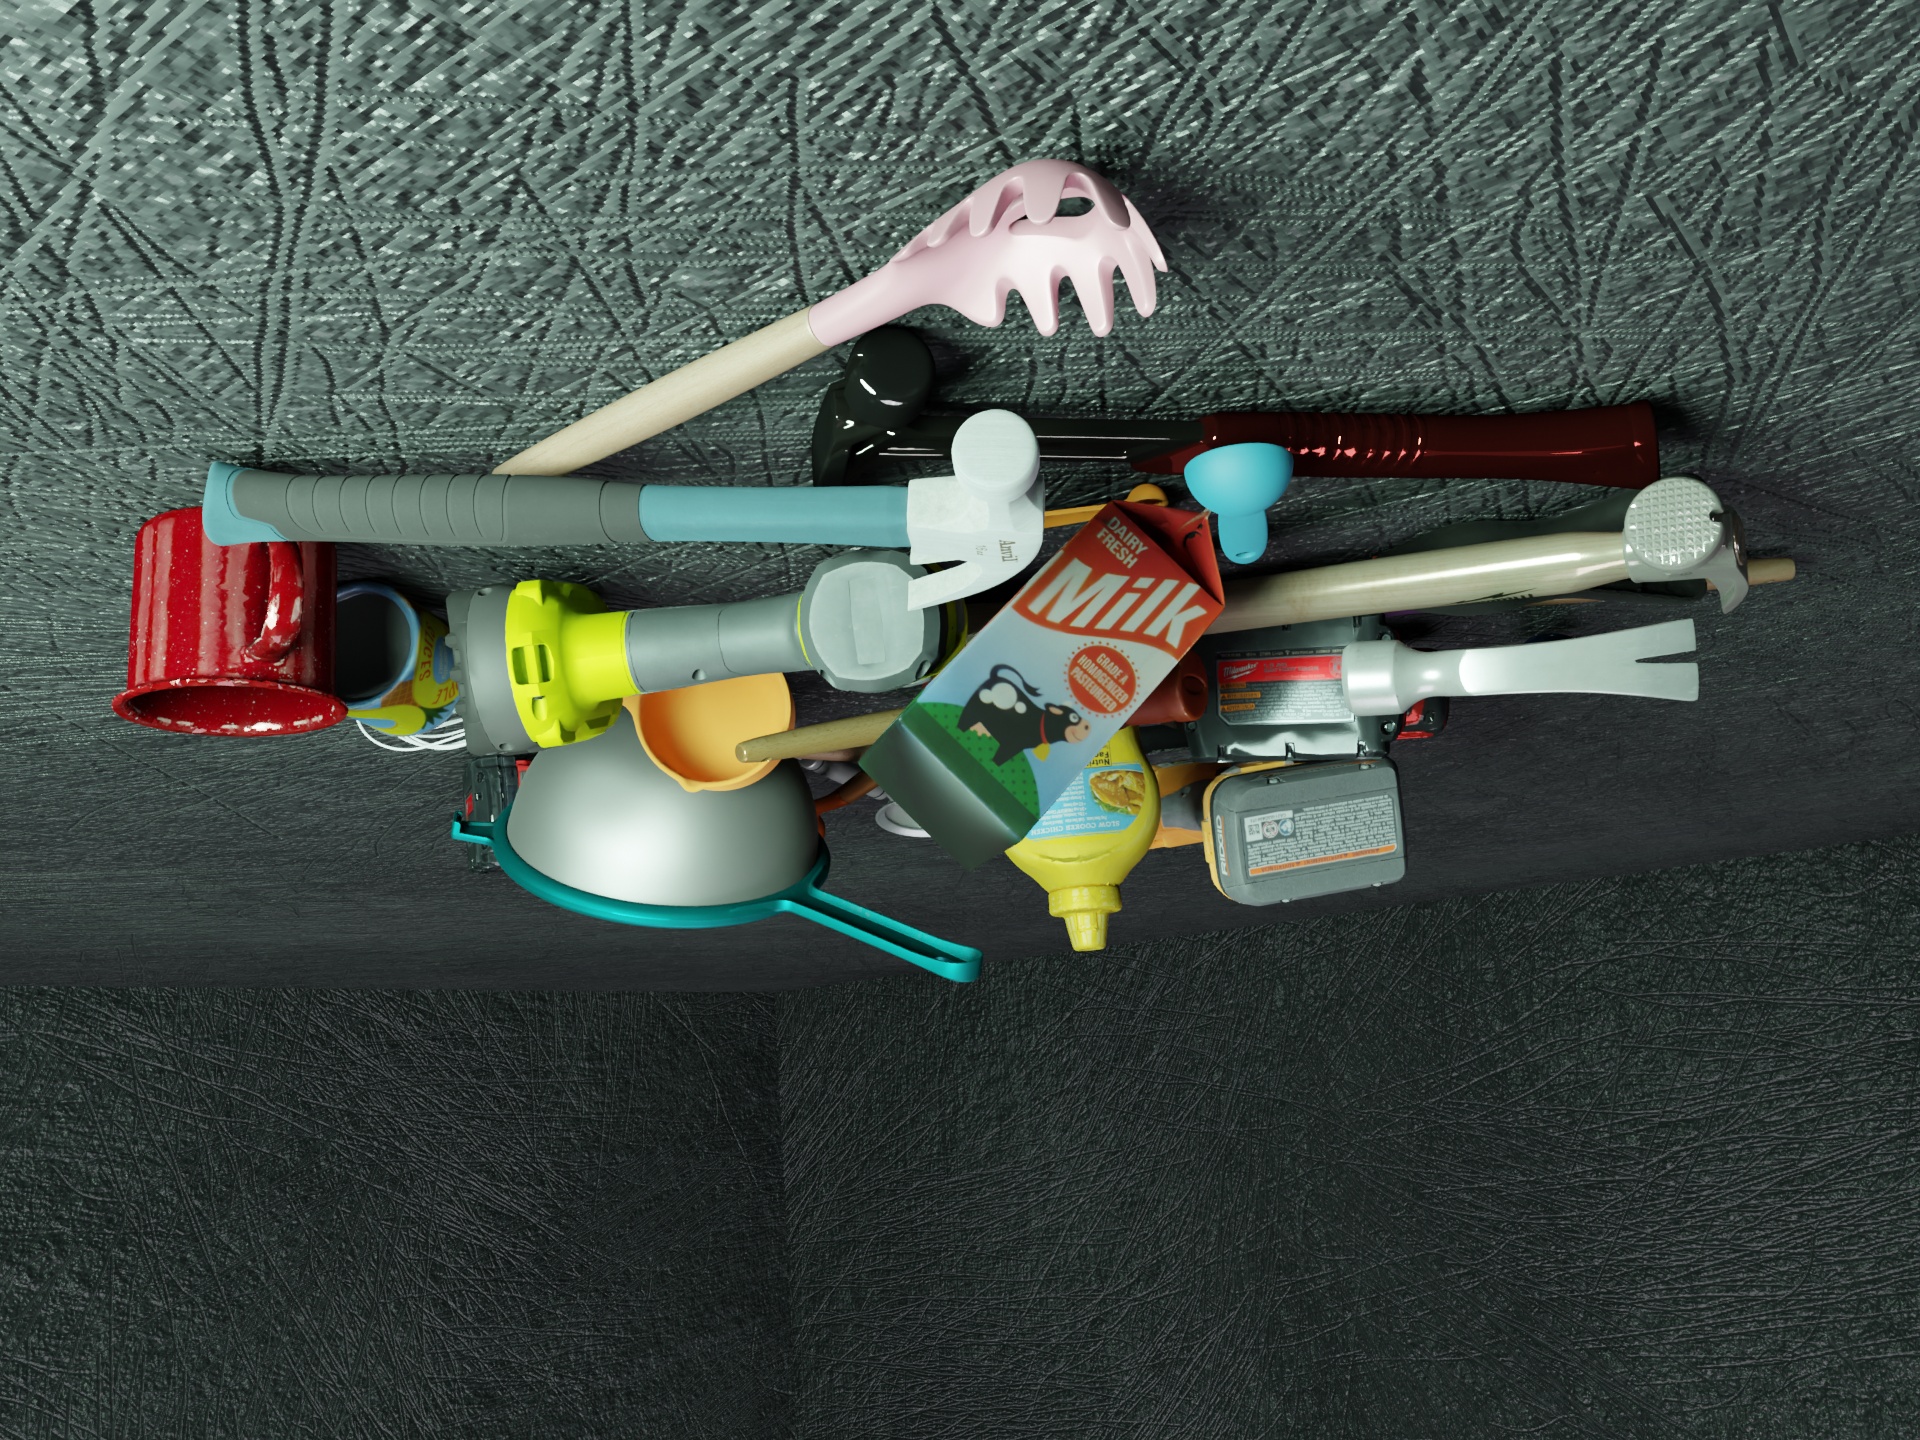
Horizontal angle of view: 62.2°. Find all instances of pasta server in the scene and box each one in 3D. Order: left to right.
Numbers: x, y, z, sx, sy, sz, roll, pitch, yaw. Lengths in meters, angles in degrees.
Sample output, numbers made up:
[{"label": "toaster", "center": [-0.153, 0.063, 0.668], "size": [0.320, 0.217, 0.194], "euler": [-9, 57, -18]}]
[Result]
[{"label": "pasta server", "center": [-0.067, -0.121, 0.549], "size": [0.316, 0.040, 0.060], "euler": [-14, 153, 38]}]

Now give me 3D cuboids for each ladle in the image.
[{"label": "ladle", "center": [-0.002, -0.003, 0.953], "size": [0.315, 0.031, 0.069], "euler": [-10, 156, -41]}]

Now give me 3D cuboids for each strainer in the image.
[{"label": "strainer", "center": [-0.128, 0.059, 0.963], "size": [0.340, 0.095, 0.211], "euler": [19, -159, 28]}, {"label": "strainer", "center": [-0.061, 0.053, 1.277], "size": [0.087, 0.050, 0.258], "euler": [-17, 157, 24]}]

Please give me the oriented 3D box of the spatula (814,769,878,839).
[{"label": "spatula", "center": [-0.067, 0.053, 1.153], "size": [0.081, 0.041, 0.322], "euler": [5, 153, -39]}]

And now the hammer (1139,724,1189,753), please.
[{"label": "hammer", "center": [0.104, 0.017, 1.119], "size": [0.334, 0.035, 0.146], "euler": [-6, 168, -25]}]

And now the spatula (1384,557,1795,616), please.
[{"label": "spatula", "center": [0.316, -0.074, 0.914], "size": [0.316, 0.018, 0.059], "euler": [-4, 166, 3]}]

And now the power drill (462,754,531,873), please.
[{"label": "power drill", "center": [-0.251, 0.064, 1.179], "size": [0.219, 0.078, 0.143], "euler": [-3, 173, -21]}]

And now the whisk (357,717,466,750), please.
[{"label": "whisk", "center": [-0.188, -0.030, 0.863], "size": [0.284, 0.070, 0.070], "euler": [-8, 167, -2]}]

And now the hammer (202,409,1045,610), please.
[{"label": "hammer", "center": [-0.133, -0.080, 0.608], "size": [0.331, 0.033, 0.128], "euler": [2, 166, 6]}]

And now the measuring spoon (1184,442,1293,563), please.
[{"label": "measuring spoon", "center": [0.117, -0.080, 0.656], "size": [0.042, 0.021, 0.128], "euler": [-6, 165, 10]}]

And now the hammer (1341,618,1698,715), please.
[{"label": "hammer", "center": [0.313, -0.031, 0.855], "size": [0.144, 0.035, 0.405], "euler": [-3, -178, 24]}]

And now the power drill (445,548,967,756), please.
[{"label": "power drill", "center": [-0.109, -0.038, 0.767], "size": [0.228, 0.080, 0.190], "euler": [-7, -177, 6]}]

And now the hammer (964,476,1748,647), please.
[{"label": "hammer", "center": [0.167, -0.059, 0.800], "size": [0.411, 0.038, 0.146], "euler": [-5, 172, 32]}]

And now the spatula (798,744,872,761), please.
[{"label": "spatula", "center": [-0.042, 0.033, 1.186], "size": [0.317, 0.044, 0.082], "euler": [4, 154, -27]}]

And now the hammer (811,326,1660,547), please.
[{"label": "hammer", "center": [0.120, -0.110, 0.658], "size": [0.359, 0.037, 0.149], "euler": [-1, 166, -12]}]

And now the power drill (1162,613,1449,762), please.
[{"label": "power drill", "center": [0.191, -0.016, 0.958], "size": [0.188, 0.080, 0.226], "euler": [-2, 179, 21]}]

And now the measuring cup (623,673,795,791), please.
[{"label": "measuring cup", "center": [-0.178, -0.013, 0.911], "size": [0.173, 0.095, 0.052], "euler": [13, 172, 5]}]

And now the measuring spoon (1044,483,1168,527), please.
[{"label": "measuring spoon", "center": [0.040, -0.098, 0.745], "size": [0.117, 0.011, 0.021], "euler": [-6, 170, 20]}]

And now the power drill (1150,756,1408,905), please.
[{"label": "power drill", "center": [0.211, 0.057, 1.043], "size": [0.185, 0.084, 0.226], "euler": [-8, -175, -12]}]
